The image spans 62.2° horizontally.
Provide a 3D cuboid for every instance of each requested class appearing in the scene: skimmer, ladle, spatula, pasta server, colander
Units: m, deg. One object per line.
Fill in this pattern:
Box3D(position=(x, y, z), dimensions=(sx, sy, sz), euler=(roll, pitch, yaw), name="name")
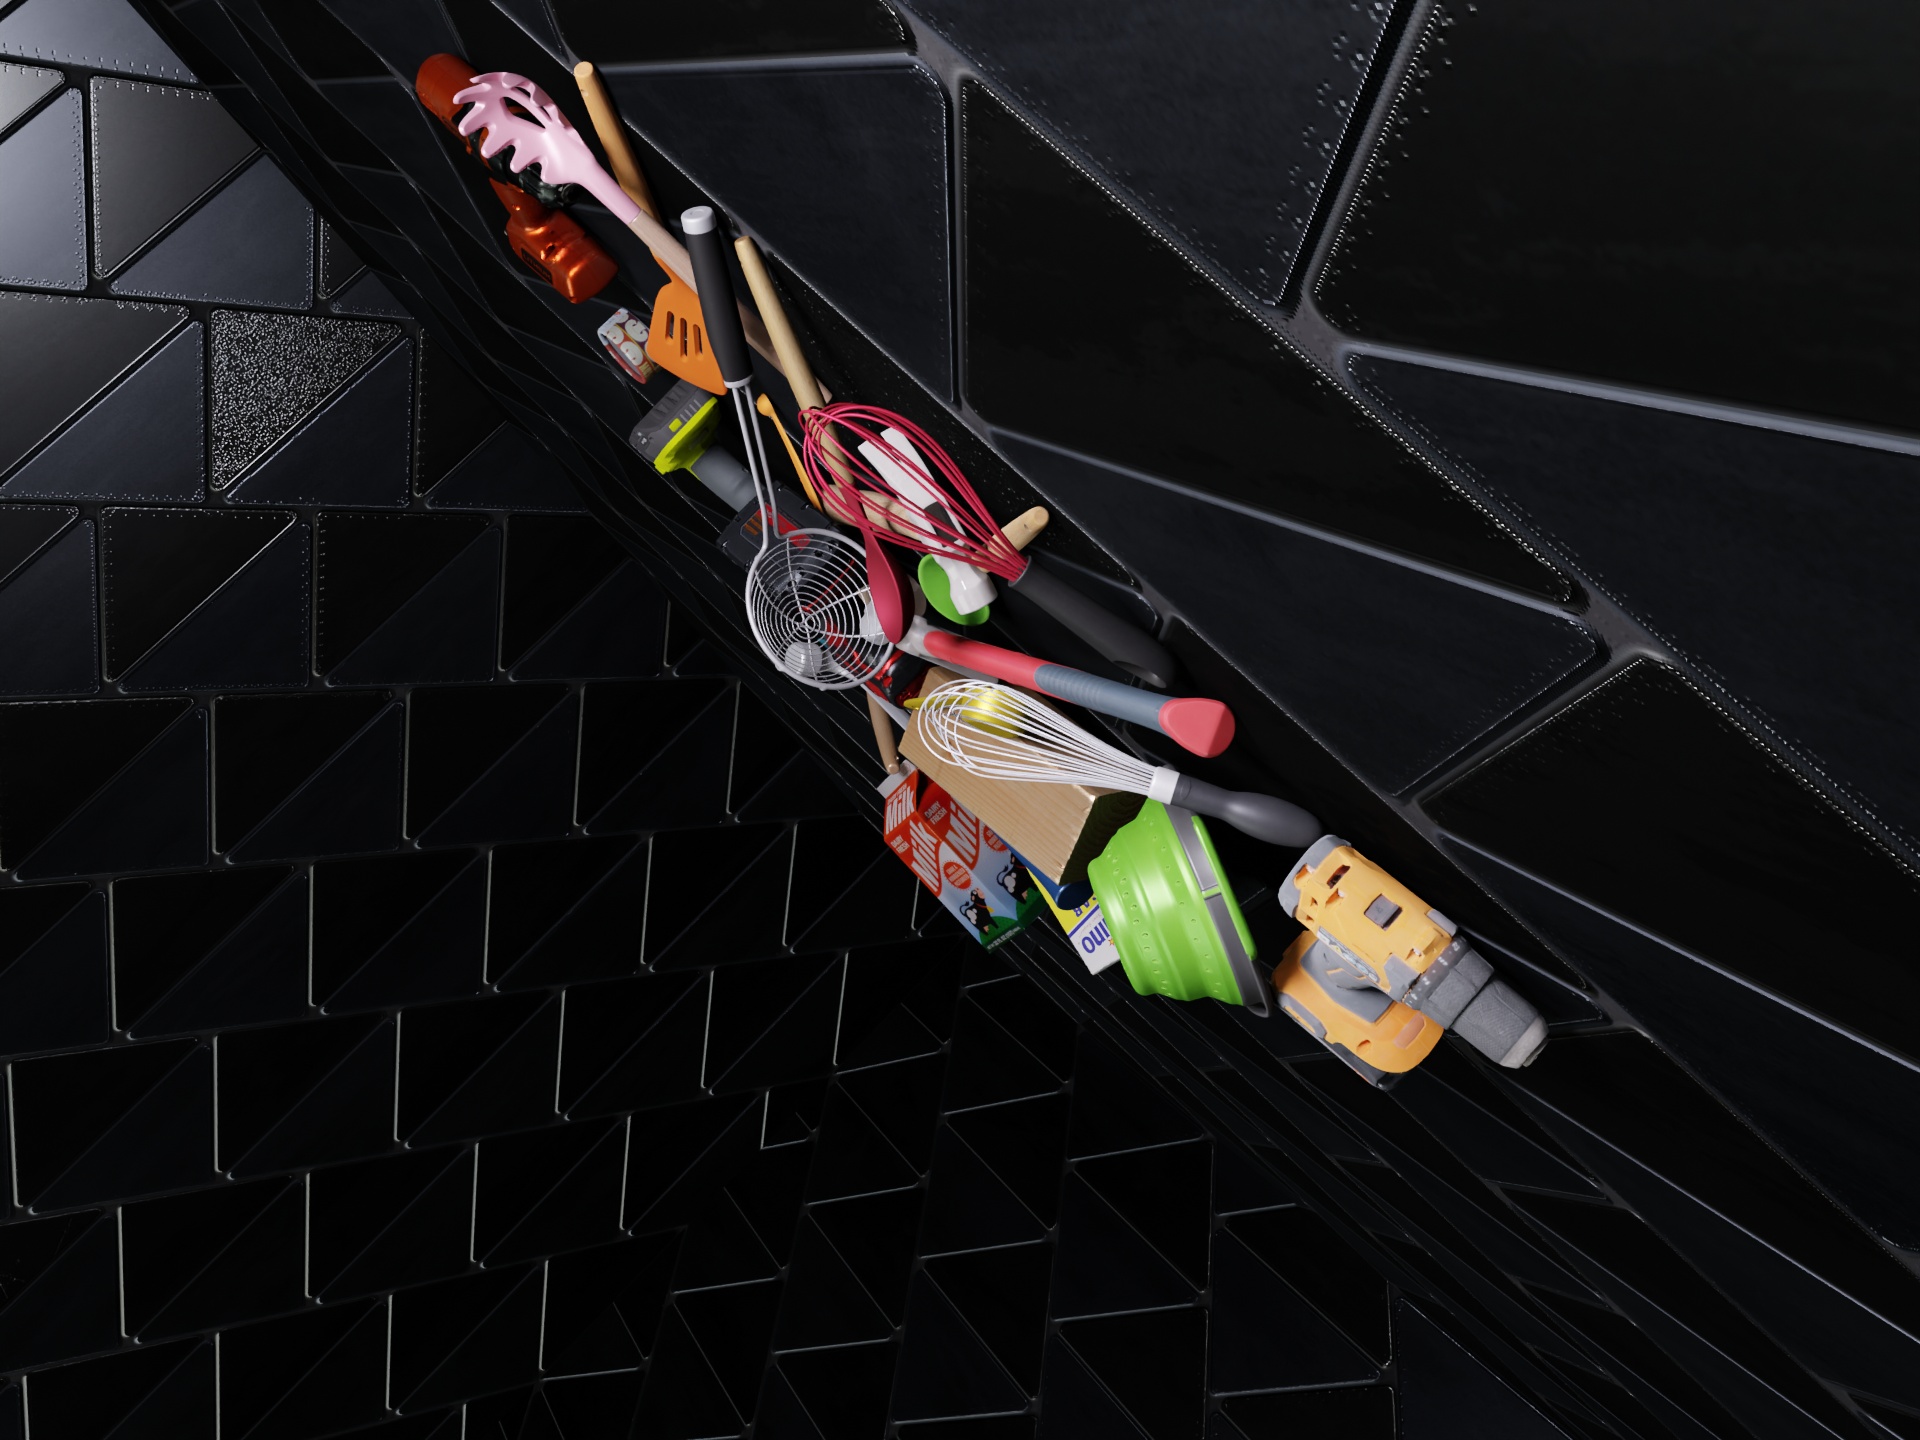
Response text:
Box3D(position=(-0.124, -0.185, 1.136), dimensions=(0.090, 0.127, 0.362), euler=(23, 140, 34), name="skimmer")
Box3D(position=(-0.090, -0.188, 1.109), dimensions=(0.069, 0.031, 0.315), euler=(45, 161, 55), name="ladle")
Box3D(position=(-0.226, -0.346, 1.143), dimensions=(0.081, 0.041, 0.322), euler=(29, 166, 15), name="spatula")
Box3D(position=(-0.204, -0.319, 1.084), dimensions=(0.060, 0.040, 0.316), euler=(-25, 126, 37), name="pasta server")
Box3D(position=(-0.092, -0.015, 1.613), dimensions=(0.082, 0.044, 0.318), euler=(39, -167, -23), name="spatula")
Box3D(position=(0.166, 0.154, 1.296), dimensions=(0.397, 0.094, 0.204), euler=(47, -159, -81), name="colander")

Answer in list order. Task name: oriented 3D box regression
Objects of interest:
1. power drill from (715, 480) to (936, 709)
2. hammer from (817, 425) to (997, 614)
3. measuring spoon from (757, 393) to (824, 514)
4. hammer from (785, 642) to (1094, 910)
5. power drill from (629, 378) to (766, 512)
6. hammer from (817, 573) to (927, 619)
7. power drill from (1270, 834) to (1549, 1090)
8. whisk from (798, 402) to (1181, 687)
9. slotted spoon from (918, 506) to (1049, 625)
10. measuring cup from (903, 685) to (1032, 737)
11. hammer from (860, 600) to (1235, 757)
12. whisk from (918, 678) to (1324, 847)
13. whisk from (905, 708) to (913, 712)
Box3D(position=(-0.114, -0.105, 1.395), dimensions=(0.143, 0.078, 0.219), euler=(40, 173, 37), name="power drill")
Box3D(position=(-0.061, -0.160, 1.214), dimensions=(0.130, 0.031, 0.331), euler=(62, 169, -17), name="hammer")
Box3D(position=(-0.143, -0.219, 1.334), dimensions=(0.117, 0.011, 0.021), euler=(64, 170, -15), name="measuring spoon")
Box3D(position=(-0.007, 0.039, 1.466), dimensions=(0.144, 0.035, 0.406), euler=(1, -149, -40), name="hammer")
Box3D(position=(-0.200, -0.218, 1.498), dimensions=(0.223, 0.080, 0.171), euler=(43, 172, -12), name="power drill")
Box3D(position=(-0.104, -0.121, 1.614), dimensions=(0.146, 0.038, 0.410), euler=(47, 170, -8), name="hammer")
Box3D(position=(0.298, 0.183, 1.079), dimensions=(0.185, 0.084, 0.226), euler=(39, 165, 22), name="power drill")
Box3D(position=(0.022, -0.104, 0.988), dimensions=(0.295, 0.073, 0.073), euler=(34, 174, -16), name="whisk")
Box3D(position=(0.020, -0.114, 1.139), dimensions=(0.070, 0.031, 0.314), euler=(45, 169, -5), name="slotted spoon")
Box3D(position=(-0.002, -0.004, 1.309), dimensions=(0.062, 0.029, 0.156), euler=(24, 164, -34), name="measuring cup")
Box3D(position=(0.075, -0.027, 1.180), dimensions=(0.143, 0.038, 0.387), euler=(21, 180, -35), name="hammer")
Box3D(position=(0.106, 0.035, 1.074), dimensions=(0.284, 0.070, 0.070), euler=(18, 165, 10), name="whisk")
Box3D(position=(-0.007, -0.021, 1.604), dimensions=(0.055, 0.055, 0.239), euler=(49, 165, -25), name="whisk")
